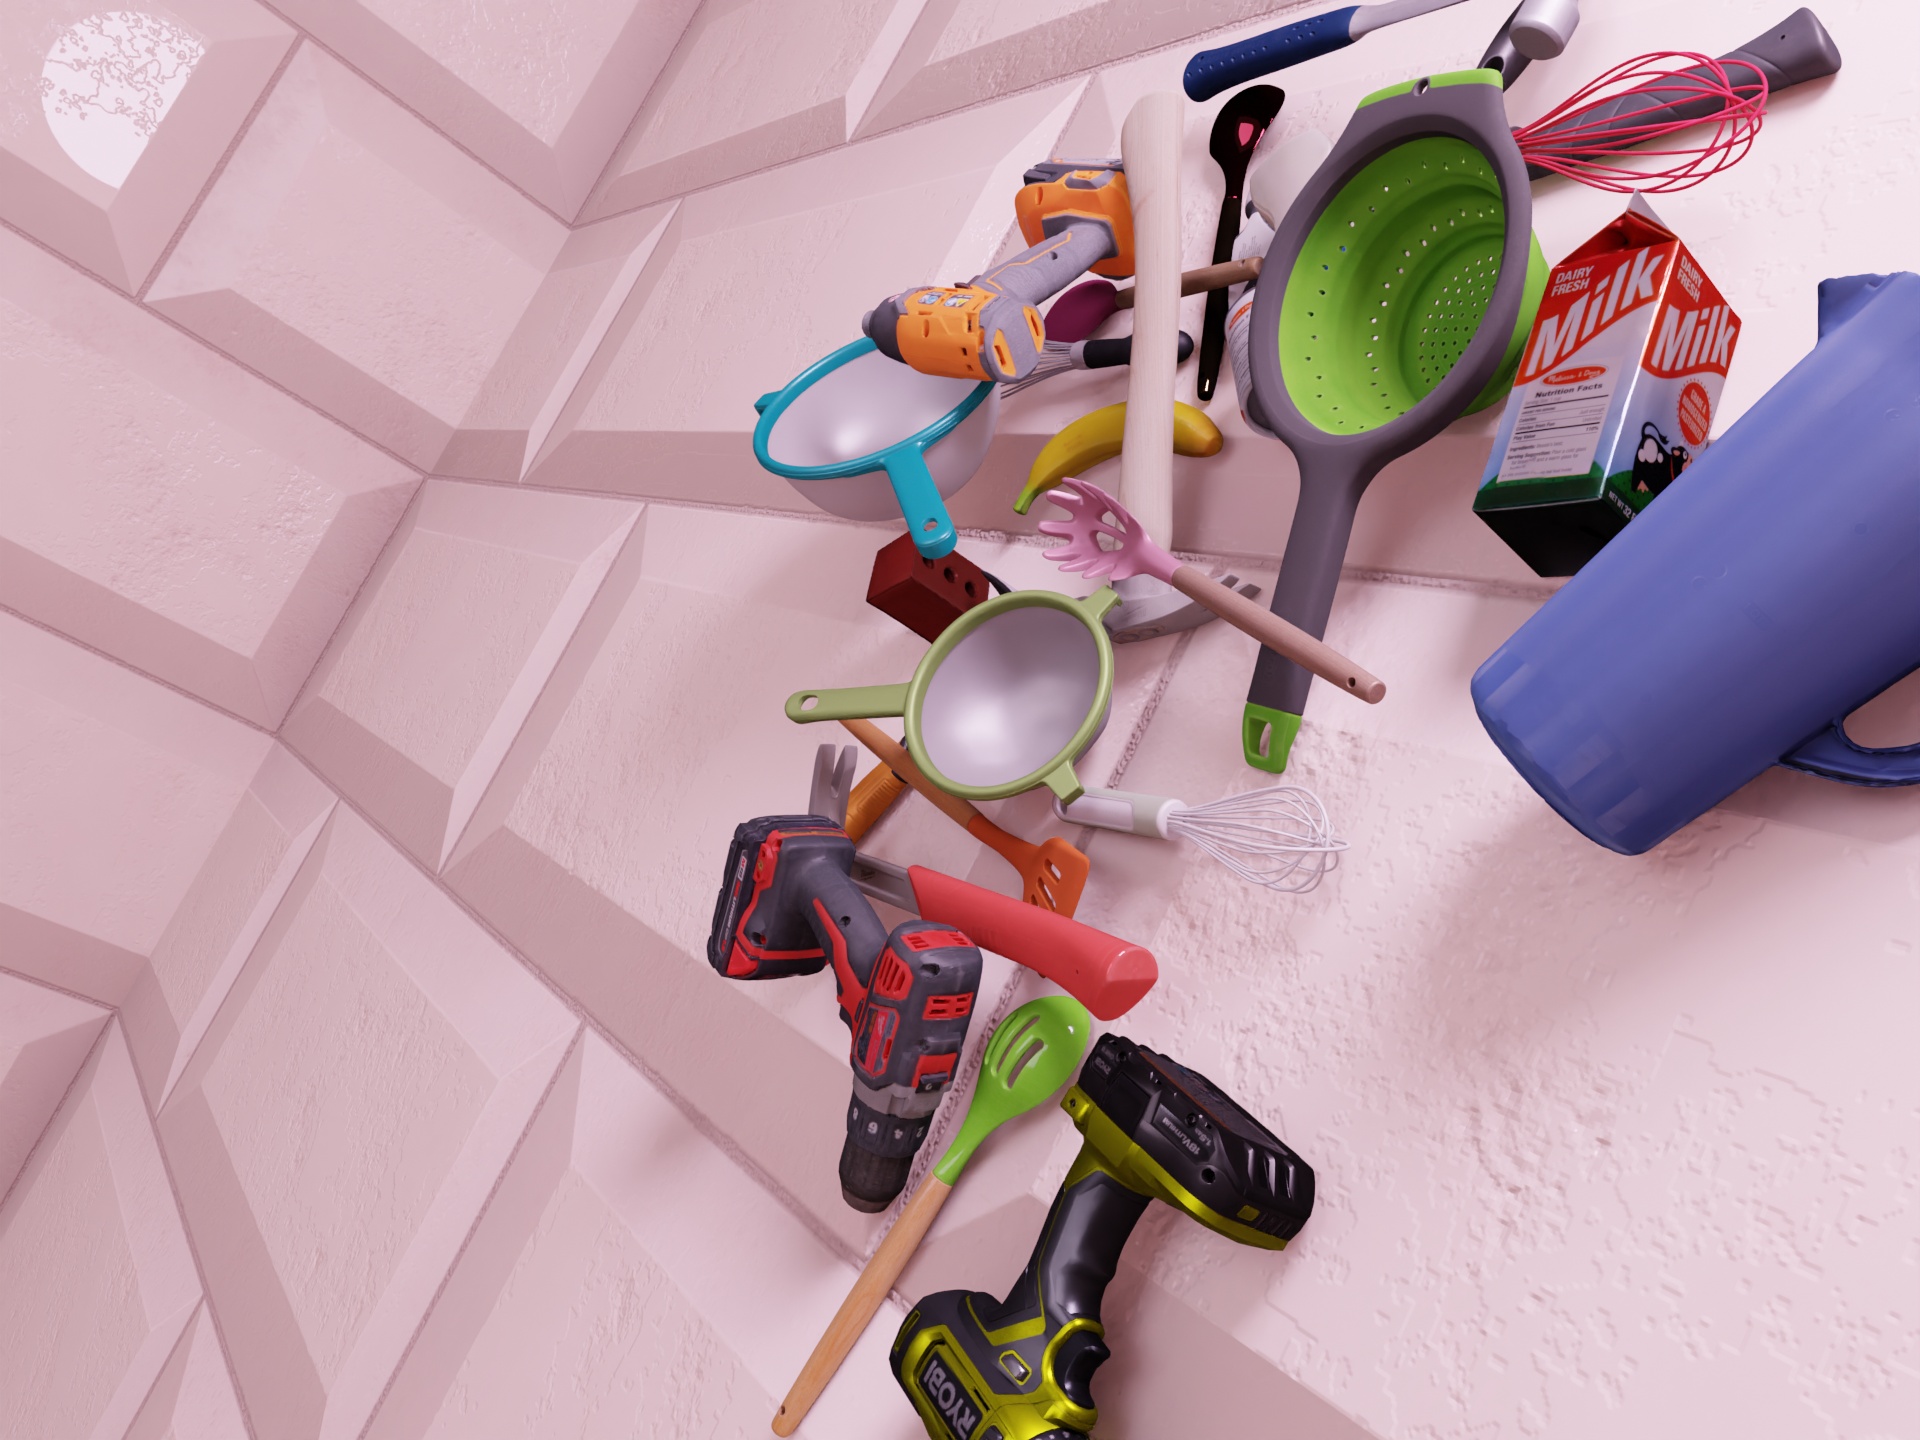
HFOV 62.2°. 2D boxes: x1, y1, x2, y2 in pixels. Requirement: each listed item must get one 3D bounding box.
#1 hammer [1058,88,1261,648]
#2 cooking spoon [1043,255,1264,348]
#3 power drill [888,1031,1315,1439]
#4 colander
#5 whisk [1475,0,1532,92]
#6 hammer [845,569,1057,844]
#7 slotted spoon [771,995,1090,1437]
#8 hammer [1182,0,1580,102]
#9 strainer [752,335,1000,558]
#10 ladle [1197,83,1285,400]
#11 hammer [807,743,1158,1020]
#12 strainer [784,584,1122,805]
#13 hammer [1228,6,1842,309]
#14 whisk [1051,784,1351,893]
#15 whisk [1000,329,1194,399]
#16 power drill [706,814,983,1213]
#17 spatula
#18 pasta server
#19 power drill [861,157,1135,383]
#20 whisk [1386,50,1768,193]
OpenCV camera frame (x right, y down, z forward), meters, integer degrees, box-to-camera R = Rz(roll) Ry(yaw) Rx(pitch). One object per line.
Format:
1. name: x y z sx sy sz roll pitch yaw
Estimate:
1. hammer: 0.139 -0.254 1.087 0.146 0.038 0.411 -13 66 46
2. cooking spoon: 0.137 -0.325 1.215 0.069 0.017 0.319 -61 25 -6
3. power drill: 0.071 0.289 0.773 0.228 0.080 0.191 -59 33 2
4. colander: 0.248 -0.158 0.917 0.205 0.094 0.397 20 98 58
5. whisk: 0.389 -0.486 1.003 0.239 0.055 0.055 -55 32 -6
6. hammer: -0.057 0.039 1.182 0.337 0.034 0.127 -47 35 16
7. slotted spoon: -0.024 0.292 0.938 0.314 0.031 0.070 -57 33 3
8. hammer: 0.284 -0.484 1.088 0.144 0.035 0.406 -60 28 -5
9. strainer: -0.037 -0.186 1.203 0.211 0.095 0.341 -24 38 3
10. ladle: 0.200 -0.367 1.192 0.069 0.031 0.316 -17 52 45
11. hammer: -0.003 0.108 1.002 0.359 0.036 0.149 11 96 56
12. strainer: -0.002 -0.003 1.070 0.256 0.069 0.152 -3 62 33
13. hammer: 0.329 -0.339 0.992 0.409 0.036 0.149 -8 58 50
14. whisk: 0.128 0.059 0.917 0.246 0.059 0.058 5 95 58
15. whisk: 0.077 -0.288 1.265 0.285 0.070 0.070 11 72 51
16. power drill: -0.077 0.179 1.011 0.227 0.080 0.187 37 118 48
17. spatula: -0.010 0.057 1.067 0.323 0.041 0.081 37 113 47
18. pasta server: 0.139 -0.076 0.939 0.316 0.040 0.060 43 123 54
19. power drill: 0.037 -0.338 1.204 0.164 0.084 0.226 18 54 42
20. whisk: 0.331 -0.330 0.908 0.073 0.073 0.296 -59 28 -2
